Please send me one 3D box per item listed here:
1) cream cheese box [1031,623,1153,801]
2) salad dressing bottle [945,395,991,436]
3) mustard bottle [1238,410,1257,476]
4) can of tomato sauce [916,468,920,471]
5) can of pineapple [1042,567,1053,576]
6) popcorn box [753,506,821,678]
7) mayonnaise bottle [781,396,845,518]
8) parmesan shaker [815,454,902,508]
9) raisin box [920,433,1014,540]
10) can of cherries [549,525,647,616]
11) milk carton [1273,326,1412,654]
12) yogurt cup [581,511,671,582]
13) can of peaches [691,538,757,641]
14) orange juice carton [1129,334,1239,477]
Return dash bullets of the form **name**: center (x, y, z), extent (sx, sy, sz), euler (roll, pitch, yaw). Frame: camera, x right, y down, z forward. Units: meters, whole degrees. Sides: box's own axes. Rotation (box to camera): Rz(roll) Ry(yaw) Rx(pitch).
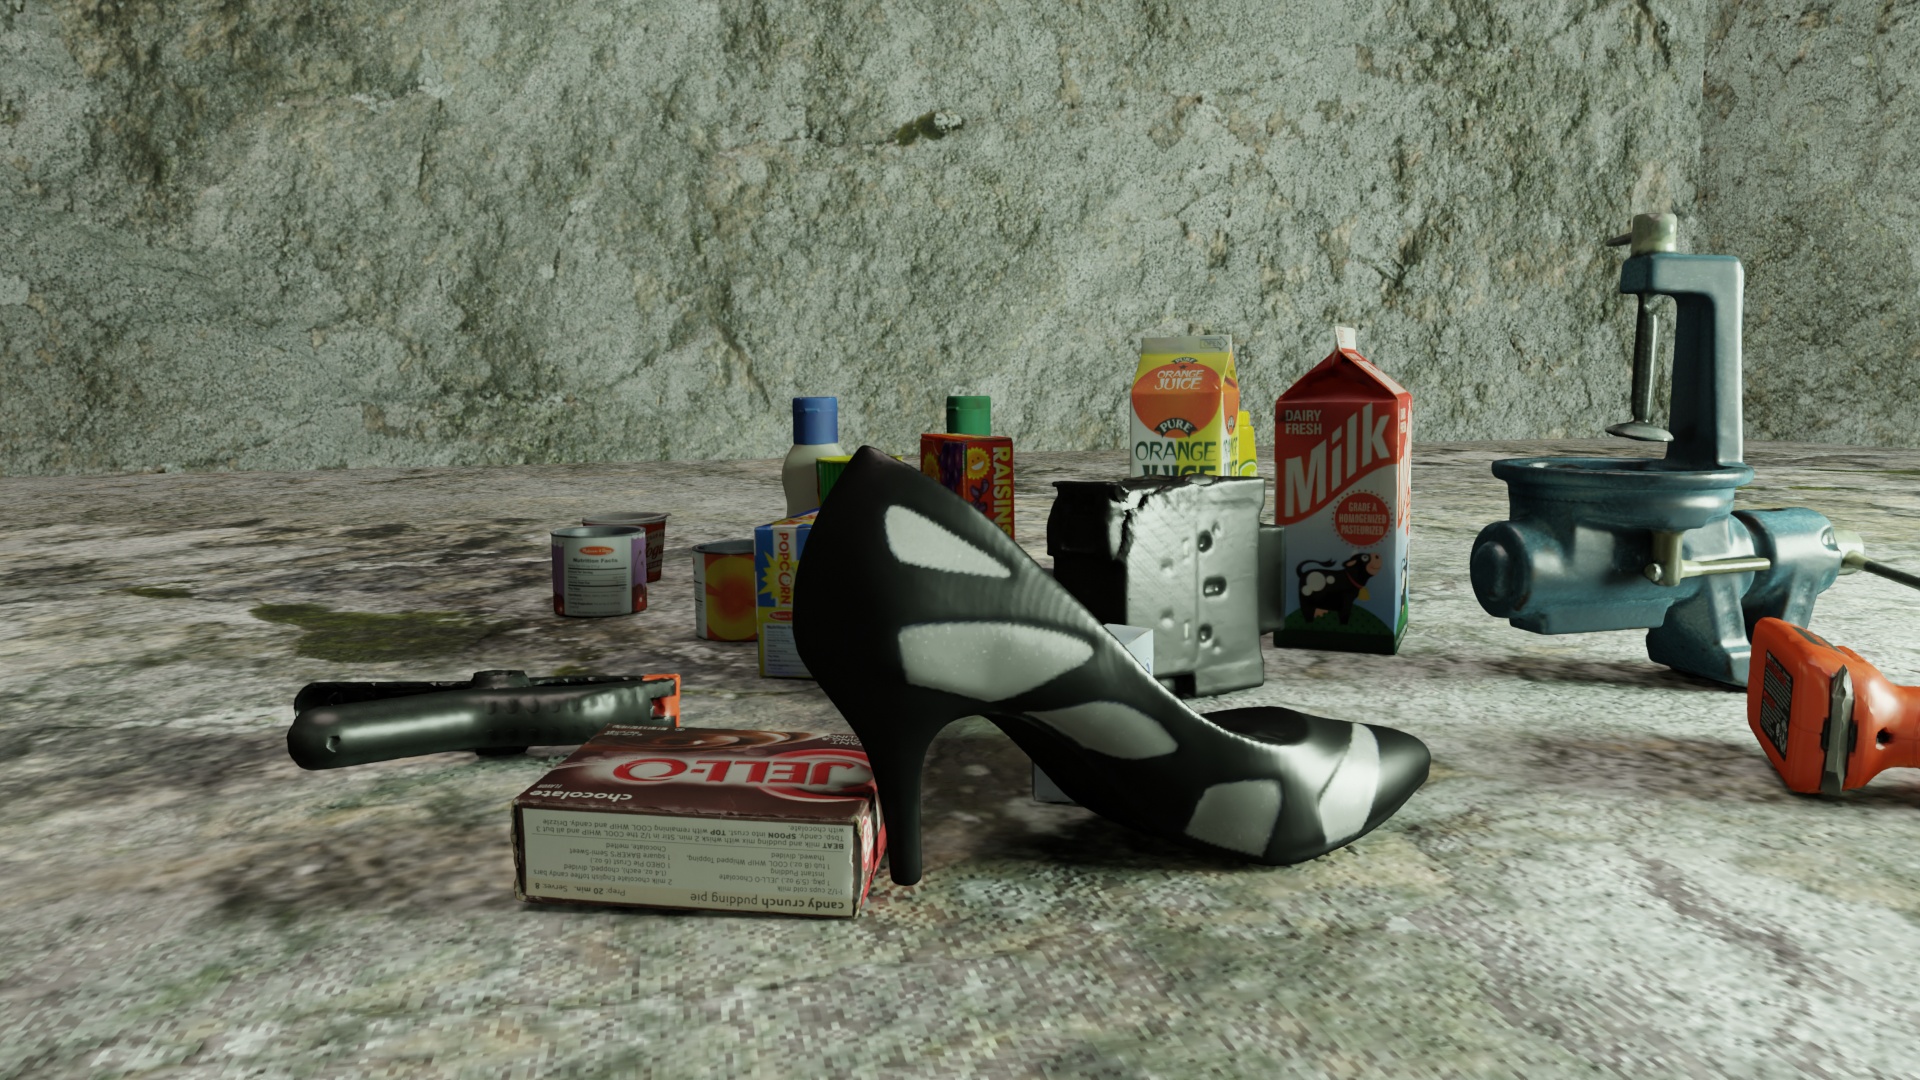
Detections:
- **cream cheese box**: center (0.056, 0.070, 0.581), extent (0.024, 0.053, 0.104), euler (2, 7, 23)
- **salad dressing bottle**: center (0.008, -0.045, 1.135), extent (0.064, 0.147, 0.044), euler (6, 9, 44)
- **mustard bottle**: center (0.234, -0.065, 1.226), extent (0.049, 0.160, 0.065), euler (4, 8, 35)
- **can of tomato sauce**: center (-0.032, -0.018, 1.187), extent (0.071, 0.083, 0.071), euler (-1, 7, 0)
- **can of pineapple**: center (0.035, 0.047, 0.748), extent (0.071, 0.057, 0.071), euler (-1, 7, 0)
- **popcorn box**: center (-0.082, 0.027, 0.816), extent (0.038, 0.085, 0.127), euler (1, 7, 12)
- **mayonnaise bottle**: center (-0.116, -0.042, 1.125), extent (0.065, 0.148, 0.041), euler (0, 6, 3)
- **parmesan shaker**: center (-0.078, -0.012, 1.064), extent (0.071, 0.103, 0.071), euler (-1, 6, 0)
- **raisin box**: center (0.003, -0.012, 0.969), extent (0.040, 0.123, 0.086), euler (-3, 7, -22)
- **can of cherries**: center (-0.257, 0.021, 0.993), extent (0.071, 0.058, 0.071), euler (-1, 7, 0)
- **milk carton**: center (0.231, -0.033, 0.838), extent (0.073, 0.190, 0.072), euler (2, 7, 23)
- **yogurt cup**: center (-0.273, 0.006, 1.135), extent (0.072, 0.054, 0.072), euler (-1, 7, 0)
- **can of peaches**: center (-0.137, 0.031, 0.897), extent (0.071, 0.058, 0.071), euler (-1, 7, 0)
- **orange juice carton**: center (0.174, -0.062, 1.078), extent (0.072, 0.192, 0.073), euler (2, 7, 21)
